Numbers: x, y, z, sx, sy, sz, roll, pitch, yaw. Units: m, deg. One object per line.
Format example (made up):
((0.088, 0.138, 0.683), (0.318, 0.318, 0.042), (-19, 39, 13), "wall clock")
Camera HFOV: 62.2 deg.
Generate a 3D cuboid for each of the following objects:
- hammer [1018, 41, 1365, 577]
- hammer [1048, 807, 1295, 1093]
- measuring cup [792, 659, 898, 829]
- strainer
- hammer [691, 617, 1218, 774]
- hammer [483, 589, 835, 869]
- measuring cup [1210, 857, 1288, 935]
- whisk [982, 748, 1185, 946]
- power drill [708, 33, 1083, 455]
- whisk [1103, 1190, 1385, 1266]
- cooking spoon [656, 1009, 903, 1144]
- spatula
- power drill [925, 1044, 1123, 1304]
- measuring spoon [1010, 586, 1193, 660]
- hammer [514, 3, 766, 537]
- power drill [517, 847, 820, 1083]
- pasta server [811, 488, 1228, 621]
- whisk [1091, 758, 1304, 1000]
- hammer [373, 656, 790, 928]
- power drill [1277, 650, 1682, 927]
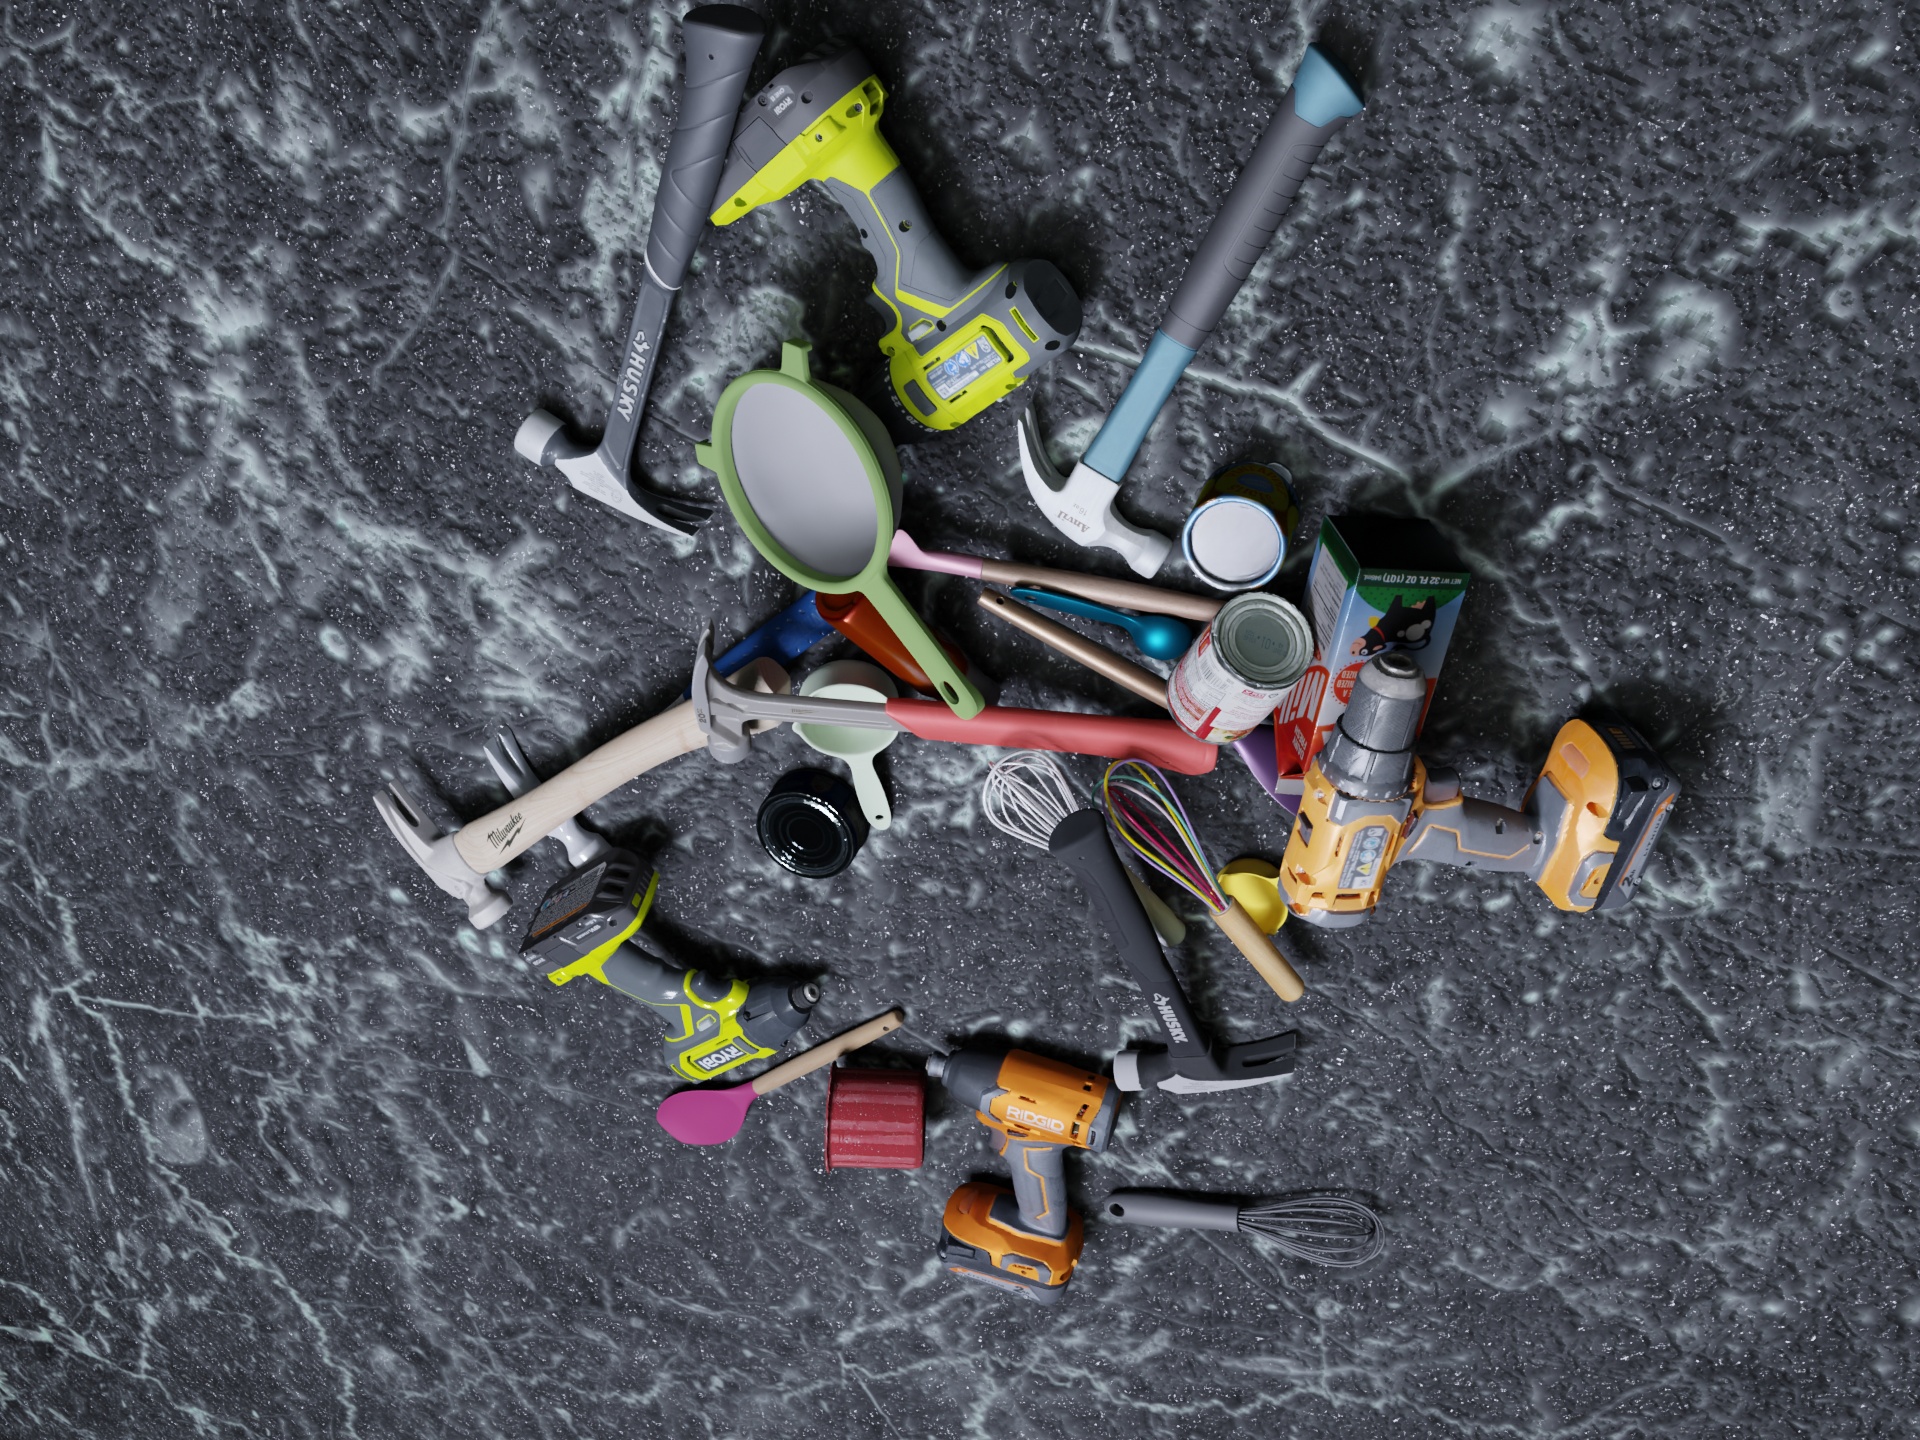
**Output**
((0.140, -0.242, 0.958), (0.128, 0.033, 0.330), (30, 126, 0), "hammer")
((0.141, 0.175, 1.153), (0.146, 0.035, 0.334), (-7, 136, 22), "hammer")
((-0.075, 0.019, 1.202), (0.083, 0.038, 0.167), (-7, 137, 6), "measuring cup")
((-0.051, -0.118, 1.010), (0.256, 0.069, 0.151), (53, 143, -4), "strainer")
((-0.002, -0.003, 1.089), (0.359, 0.037, 0.149), (5, 150, -1), "hammer")
((-0.217, -0.012, 1.232), (0.405, 0.035, 0.144), (-32, 105, 33), "hammer")
((0.247, 0.103, 1.136), (0.156, 0.029, 0.062), (-35, 104, 31), "measuring cup")
((0.094, 0.098, 1.137), (0.059, 0.058, 0.246), (-50, 127, -5), "whisk")
((-0.059, -0.279, 0.984), (0.190, 0.080, 0.228), (-26, 112, 40), "power drill")
((0.232, 0.417, 1.325), (0.239, 0.055, 0.055), (-2, 120, 27), "whisk")
((-0.165, 0.321, 1.429), (0.319, 0.017, 0.068), (-32, 110, 33), "cooking spoon")
((0.152, -0.009, 1.078), (0.316, 0.060, 0.018), (29, 164, -2), "spatula")
((0.041, 0.374, 1.350), (0.164, 0.084, 0.226), (15, 120, 12), "power drill")
((0.093, -0.063, 1.068), (0.128, 0.021, 0.042), (15, 159, -5), "measuring spoon")
((-0.186, -0.266, 0.998), (0.149, 0.036, 0.408), (33, 142, -1), "hammer")
((-0.240, 0.210, 1.337), (0.171, 0.080, 0.223), (-30, 121, 33), "power drill")
((0.043, -0.105, 1.073), (0.316, 0.060, 0.040), (11, 85, 6), "pasta server")
((0.170, 0.119, 1.119), (0.051, 0.047, 0.244), (-33, 115, 18), "whisk")
((-0.296, 0.039, 1.250), (0.410, 0.038, 0.146), (-27, 107, 31), "hammer")
((0.320, 0.040, 0.982), (0.226, 0.084, 0.185), (-1, 124, -11), "power drill")
